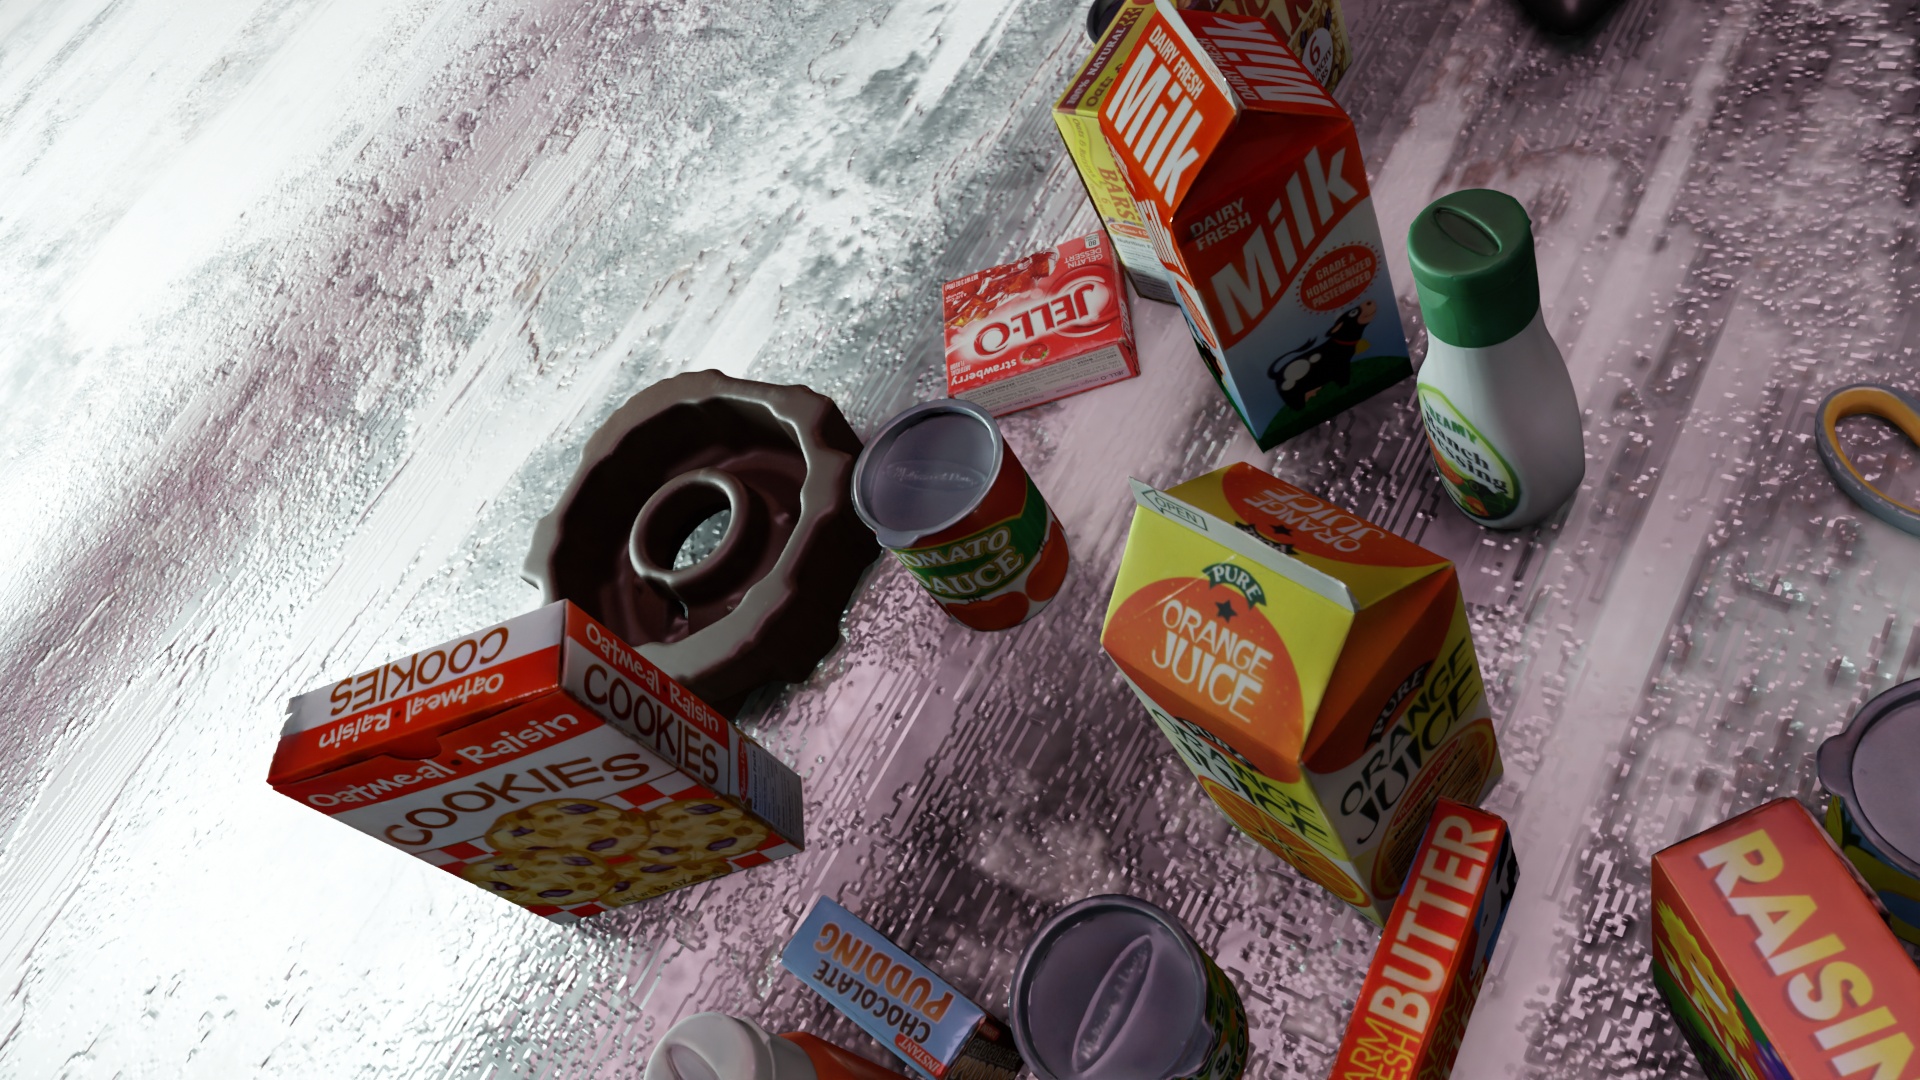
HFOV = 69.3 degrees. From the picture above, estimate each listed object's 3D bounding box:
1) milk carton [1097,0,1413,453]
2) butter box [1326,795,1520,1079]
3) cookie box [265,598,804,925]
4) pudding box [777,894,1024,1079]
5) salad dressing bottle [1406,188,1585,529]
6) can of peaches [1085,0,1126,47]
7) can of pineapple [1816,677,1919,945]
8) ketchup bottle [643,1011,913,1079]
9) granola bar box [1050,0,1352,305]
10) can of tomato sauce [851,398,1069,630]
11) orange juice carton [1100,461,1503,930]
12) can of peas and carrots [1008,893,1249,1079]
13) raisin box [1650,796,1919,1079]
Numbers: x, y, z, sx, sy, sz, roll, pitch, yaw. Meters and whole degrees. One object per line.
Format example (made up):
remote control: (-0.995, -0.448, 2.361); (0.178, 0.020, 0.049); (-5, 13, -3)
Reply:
milk carton: (0.112, -0.124, 0.534); (0.073, 0.190, 0.072); (-29, 51, 8)
butter box: (0.146, 0.137, 0.433); (0.024, 0.053, 0.104); (16, 67, 34)
cookie box: (-0.155, 0.094, 0.540); (0.123, 0.167, 0.040); (-20, 53, 15)
pudding box: (-0.021, 0.166, 0.500); (0.084, 0.049, 0.030); (25, 73, 36)
salad dressing bottle: (0.184, -0.059, 0.483); (0.044, 0.147, 0.064); (-36, 50, 2)
can of peaches: (0.104, -0.253, 0.710); (0.071, 0.058, 0.071); (-13, 54, 19)
can of pineapple: (0.286, 0.078, 0.398); (0.071, 0.057, 0.071); (-13, 54, 19)
ketchup bottle: (-0.043, 0.183, 0.436); (0.065, 0.148, 0.043); (29, 76, 38)
granola bar box: (0.115, -0.208, 0.632); (0.039, 0.124, 0.166); (20, 70, 35)
can of tomato sauce: (0.002, -0.007, 0.582); (0.071, 0.083, 0.071); (-13, 54, 19)
orange juice carton: (0.106, 0.044, 0.424); (0.072, 0.192, 0.073); (32, 77, 38)
can of peas and carrots: (0.059, 0.159, 0.459); (0.071, 0.058, 0.071); (-13, 54, 19)
raisin box: (0.218, 0.129, 0.356); (0.040, 0.123, 0.086); (-26, 51, 10)
